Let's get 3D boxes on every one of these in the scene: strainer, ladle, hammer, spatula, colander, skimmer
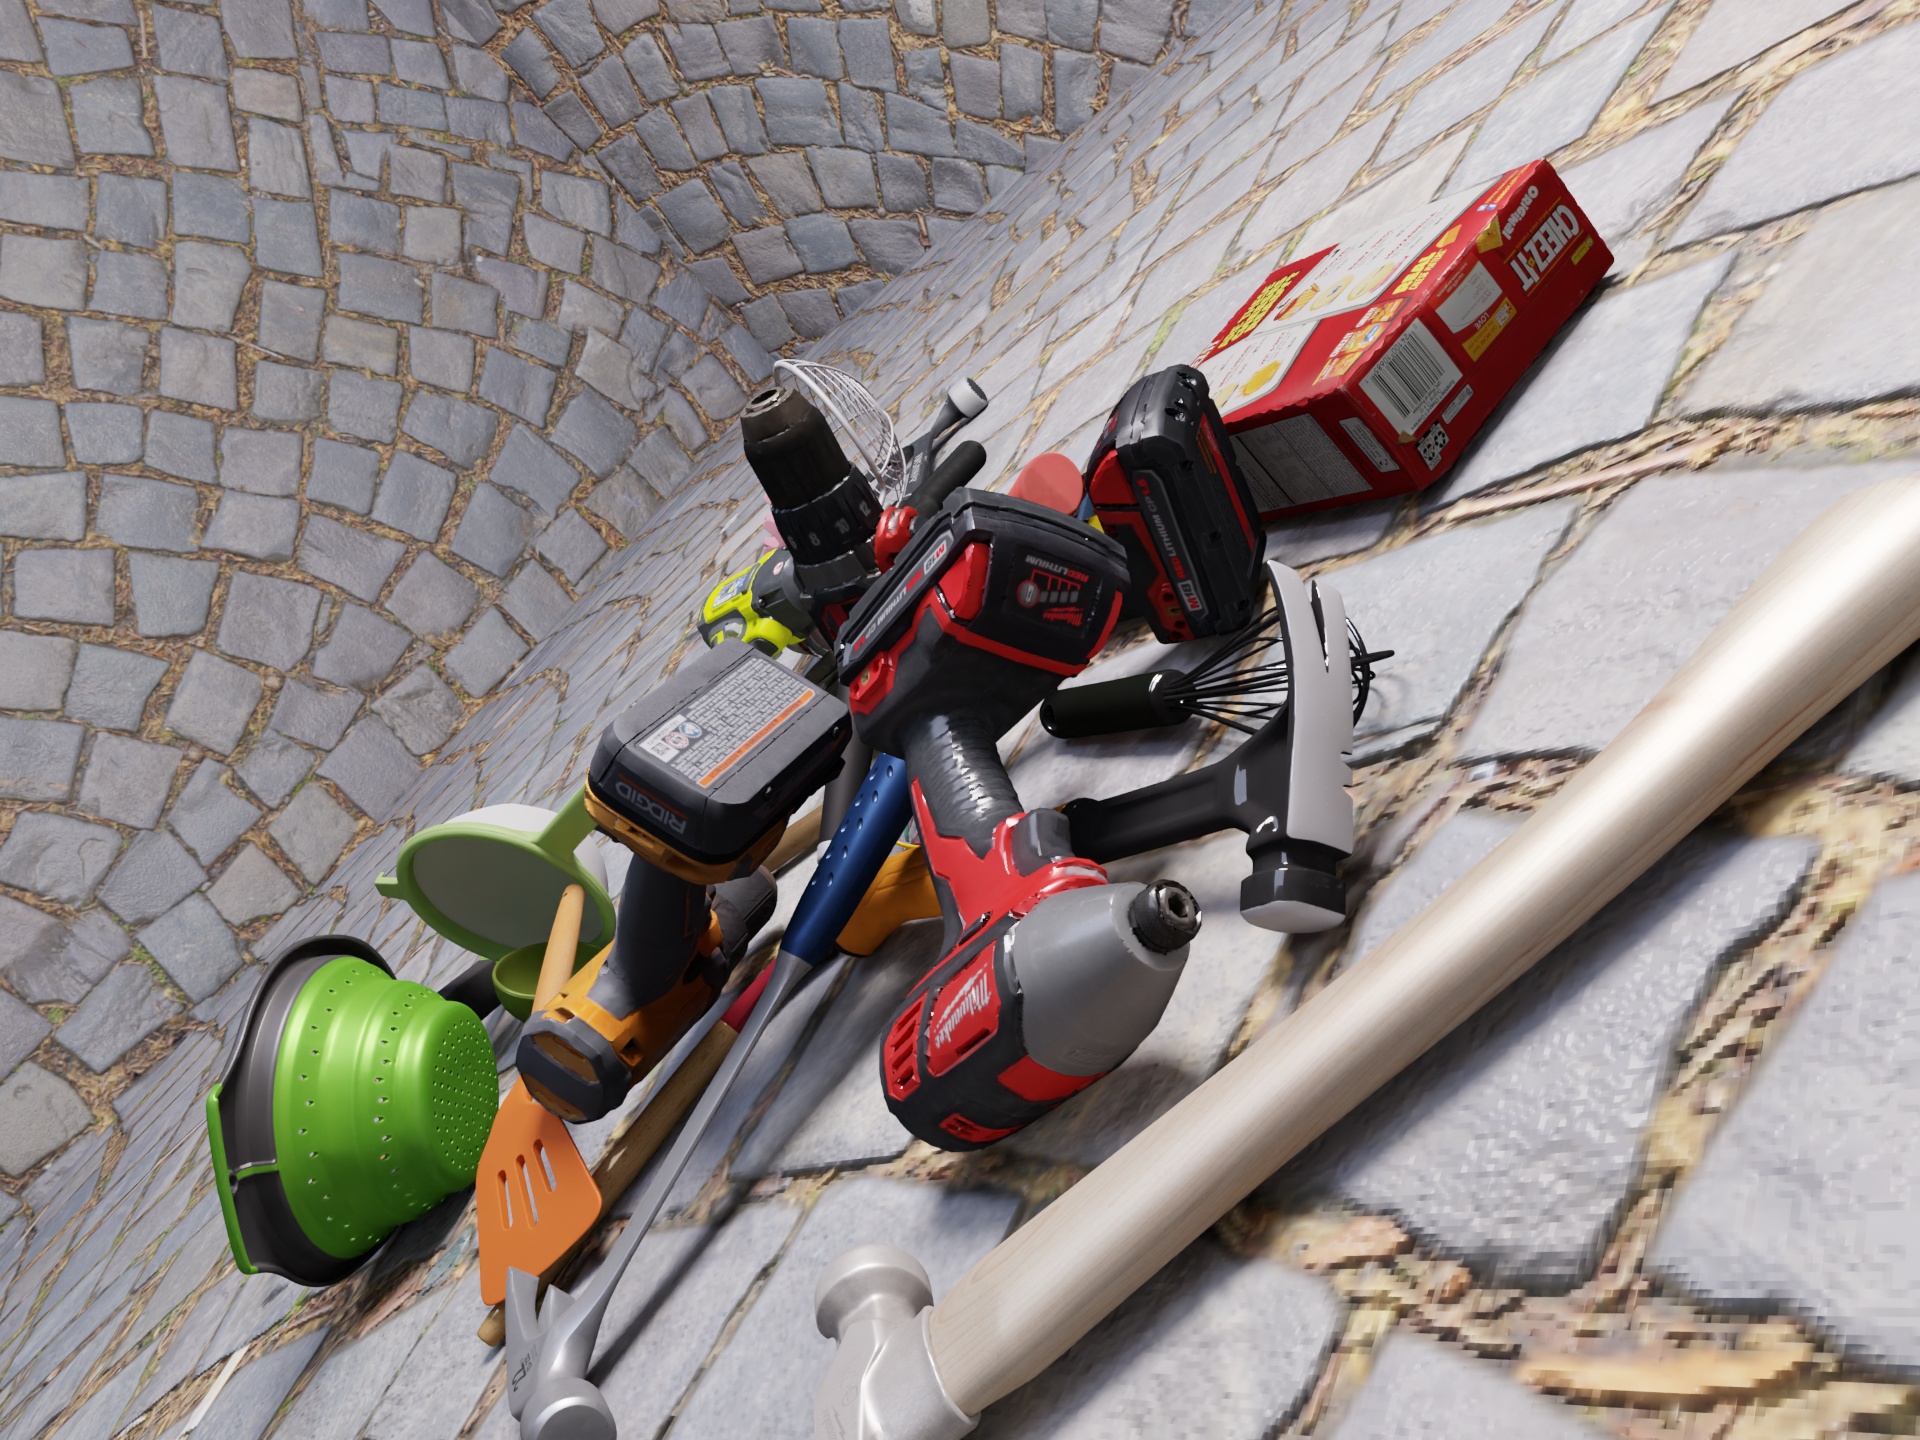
[{"bbox_3d":[-0.269,0.073,1.050,0.256,0.151,0.069,-42,25,39],"label":"strainer"},{"bbox_3d":[-0.167,0.103,0.988,0.320,0.062,0.078,-34,8,21],"label":"ladle"},{"bbox_3d":[0.119,0.085,0.435,0.410,0.038,0.146,-42,19,6],"label":"hammer"},{"bbox_3d":[-0.009,-0.094,1.016,0.149,0.036,0.359,-49,8,-16],"label":"hammer"},{"bbox_3d":[-0.080,0.112,0.696,0.405,0.035,0.144,-60,20,-11],"label":"hammer"},{"bbox_3d":[-0.048,-0.198,1.430,0.149,0.036,0.409,-39,19,21],"label":"hammer"},{"bbox_3d":[0.032,0.046,0.661,0.337,0.034,0.127,-25,53,54],"label":"hammer"},{"bbox_3d":[-0.224,0.179,0.878,0.081,0.041,0.323,-41,22,11],"label":"spatula"},{"bbox_3d":[-0.331,0.215,1.028,0.094,0.204,0.397,-7,8,6],"label":"colander"},{"bbox_3d":[-0.088,-0.072,0.981,0.090,0.127,0.364,-3,58,11],"label":"skimmer"},{"bbox_3d":[-0.133,0.174,0.798,0.315,0.031,0.069,-52,5,-17],"label":"ladle"}]

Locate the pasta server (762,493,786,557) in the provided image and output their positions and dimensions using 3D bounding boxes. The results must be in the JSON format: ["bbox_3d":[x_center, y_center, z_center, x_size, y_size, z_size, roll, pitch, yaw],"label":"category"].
[{"bbox_3d":[-0.181,-0.049,1.227,0.060,0.040,0.316,130,162,-80],"label":"pasta server"}]

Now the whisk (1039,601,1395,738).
[{"bbox_3d":[0.098,-0.012,0.692,0.059,0.058,0.246,-14,2,-25],"label":"whisk"}]

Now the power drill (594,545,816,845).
[{"bbox_3d":[-0.159,-0.014,1.099,0.171,0.080,0.223,-17,47,57],"label":"power drill"}]

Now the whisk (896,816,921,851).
[{"bbox_3d":[0.001,-0.002,0.878,0.047,0.051,0.245,-11,29,21],"label":"whisk"}]

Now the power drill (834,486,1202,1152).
[{"bbox_3d":[0.020,0.030,0.578,0.143,0.078,0.220,-45,41,41],"label":"power drill"}]

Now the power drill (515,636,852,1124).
[{"bbox_3d":[-0.126,0.071,0.780,0.185,0.084,0.226,-46,-17,-53],"label":"power drill"}]

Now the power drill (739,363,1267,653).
[{"bbox_3d":[0.015,-0.098,0.769,0.227,0.187,0.080,-14,30,26],"label":"power drill"}]
